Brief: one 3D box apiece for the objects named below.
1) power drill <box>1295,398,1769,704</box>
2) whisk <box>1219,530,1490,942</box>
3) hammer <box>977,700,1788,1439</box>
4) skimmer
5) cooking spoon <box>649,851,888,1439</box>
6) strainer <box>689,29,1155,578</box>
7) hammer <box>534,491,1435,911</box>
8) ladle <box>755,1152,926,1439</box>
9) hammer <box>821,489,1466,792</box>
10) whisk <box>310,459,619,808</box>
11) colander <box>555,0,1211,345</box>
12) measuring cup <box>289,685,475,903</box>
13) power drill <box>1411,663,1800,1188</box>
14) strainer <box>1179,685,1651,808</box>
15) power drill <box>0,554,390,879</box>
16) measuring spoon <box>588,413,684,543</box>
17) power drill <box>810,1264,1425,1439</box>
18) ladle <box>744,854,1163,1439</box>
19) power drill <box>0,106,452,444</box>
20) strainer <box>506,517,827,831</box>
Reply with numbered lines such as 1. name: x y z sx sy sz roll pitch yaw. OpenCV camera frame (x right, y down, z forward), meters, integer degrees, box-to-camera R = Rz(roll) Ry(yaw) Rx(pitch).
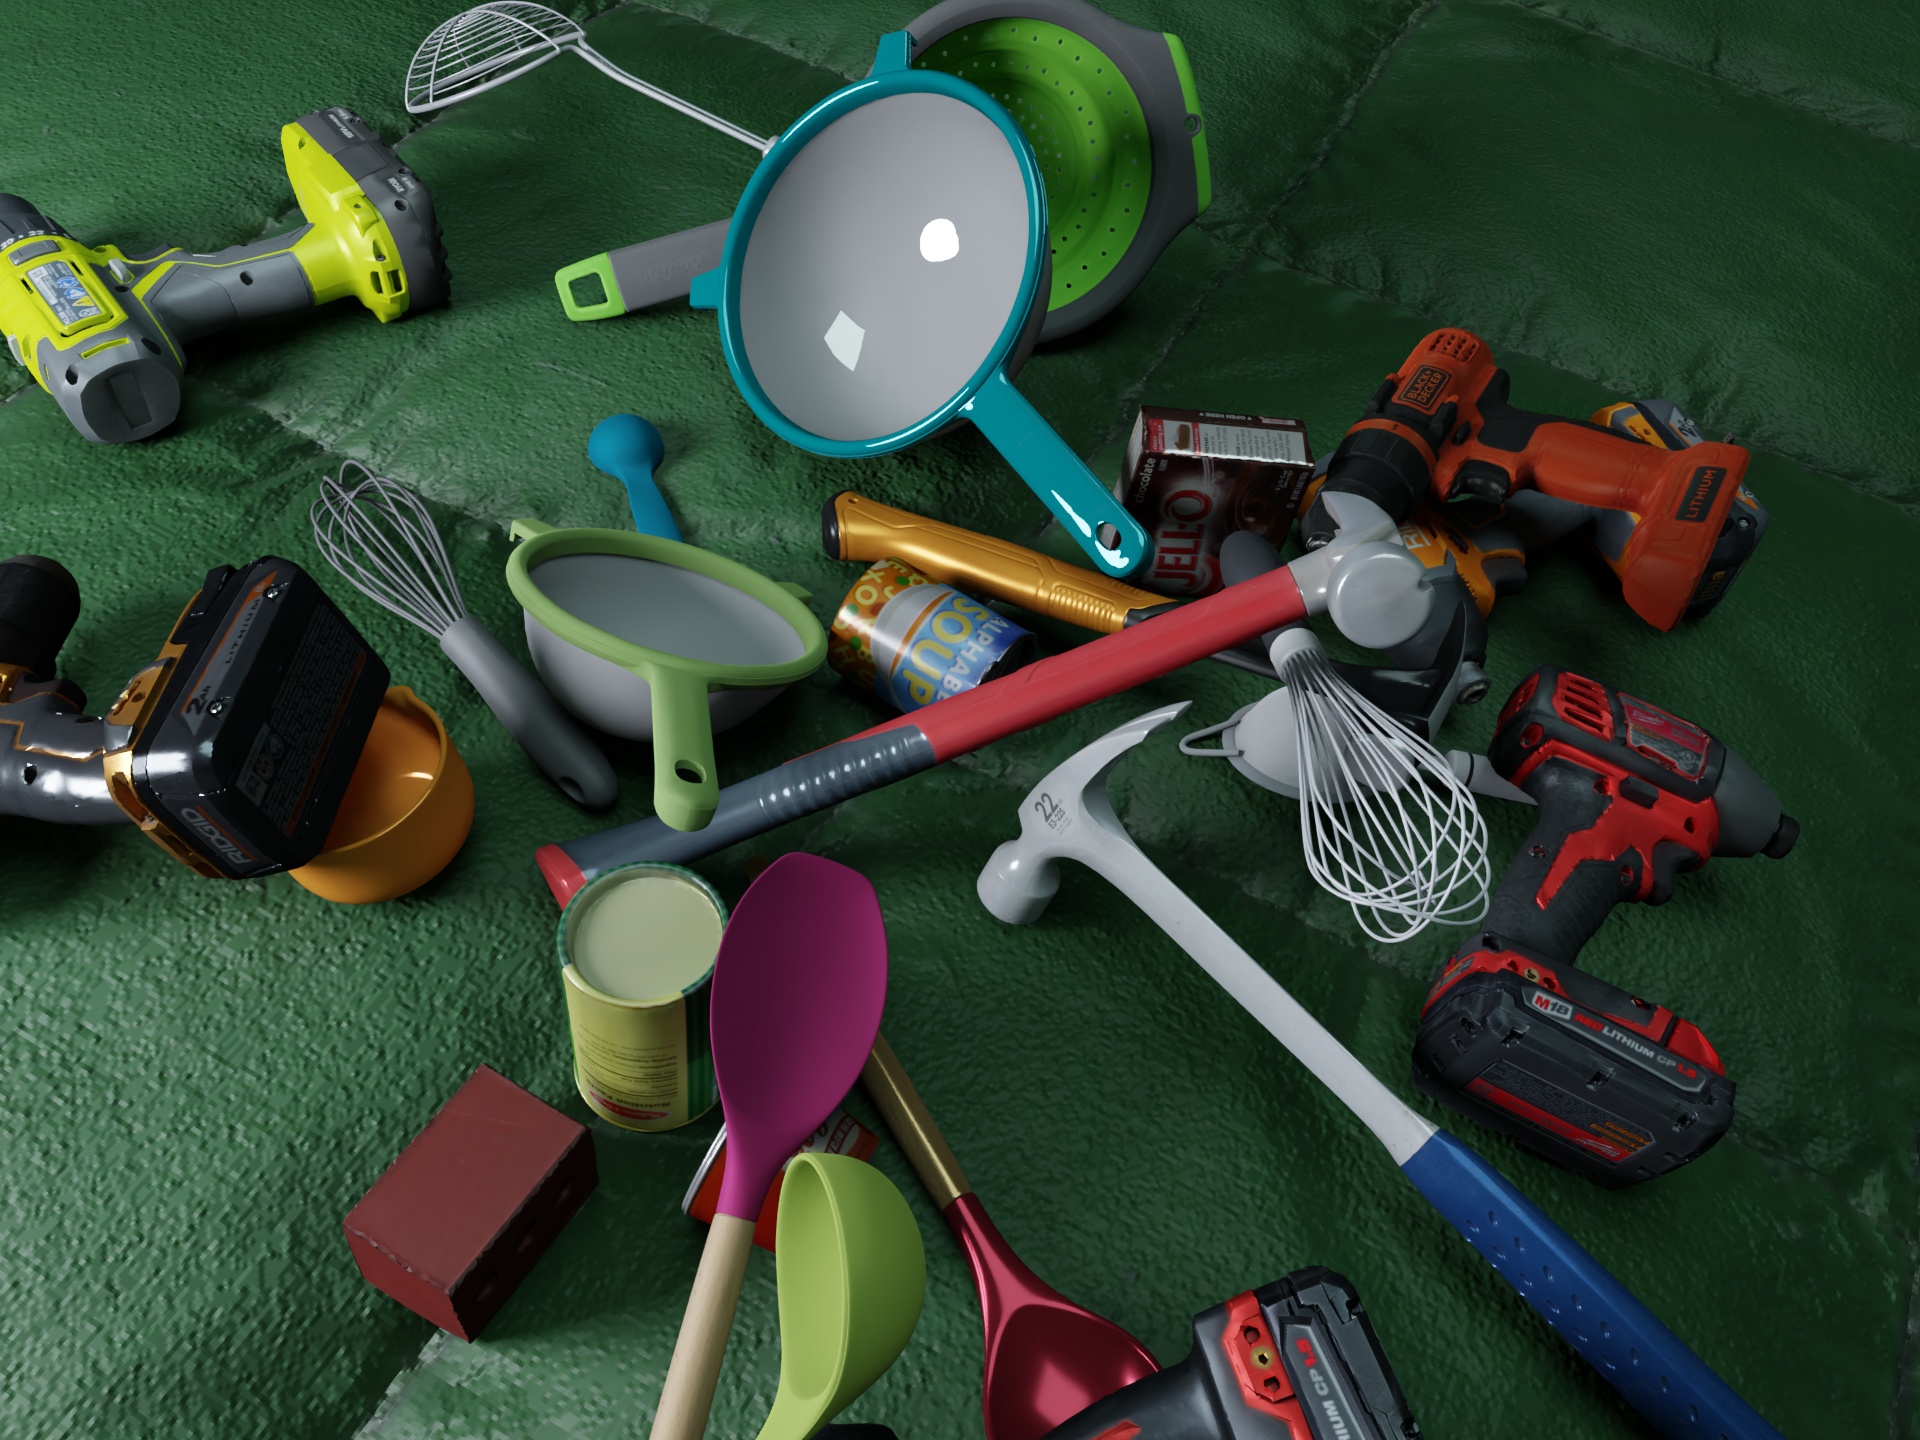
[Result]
1. power drill: 0.315 -0.091 0.872 0.226 0.084 0.164 -12 54 -12
2. whisk: 0.154 -0.009 0.676 0.070 0.070 0.285 1 34 -8
3. hammer: 0.176 0.159 0.631 0.406 0.144 0.035 44 44 16
4. skimmer: -0.188 -0.380 1.059 0.363 0.090 0.127 24 40 -2
5. cooking spoon: -0.085 0.199 0.552 0.068 0.017 0.319 23 67 -22
6. strainer: 0.009 -0.195 0.864 0.341 0.211 0.095 52 21 23
7. hammer: -0.001 -0.002 0.675 0.386 0.038 0.143 -21 15 11
8. ladle: -0.113 0.276 0.479 0.062 0.078 0.320 41 72 -13
9. hammer: 0.081 -0.061 0.804 0.337 0.034 0.127 20 41 21
10. whisk: -0.239 -0.043 0.768 0.055 0.055 0.239 -34 68 -30
11. colander: -0.051 -0.319 0.982 0.397 0.204 0.095 -16 23 -1
12. measuring cup: -0.295 0.030 0.703 0.174 0.052 0.095 9 53 20
13. power drill: 0.294 0.084 0.710 0.143 0.078 0.220 26 56 5
14. strainer: 0.241 0.020 0.796 0.258 0.050 0.087 12 36 -3
15. power drill: -0.360 -0.008 0.668 0.226 0.084 0.186 -8 49 16
16. measuring spoon: -0.170 -0.125 0.859 0.042 0.021 0.129 -14 54 -19
17. power drill: 0.048 0.289 0.491 0.226 0.080 0.188 -23 55 2
18. ladle: -0.015 0.173 0.641 0.069 0.031 0.316 -26 57 -16
19. power drill: -0.429 -0.264 0.900 0.228 0.080 0.191 -31 62 -26
20. strainer: -0.133 -0.005 0.704 0.151 0.069 0.257 13 25 -19
